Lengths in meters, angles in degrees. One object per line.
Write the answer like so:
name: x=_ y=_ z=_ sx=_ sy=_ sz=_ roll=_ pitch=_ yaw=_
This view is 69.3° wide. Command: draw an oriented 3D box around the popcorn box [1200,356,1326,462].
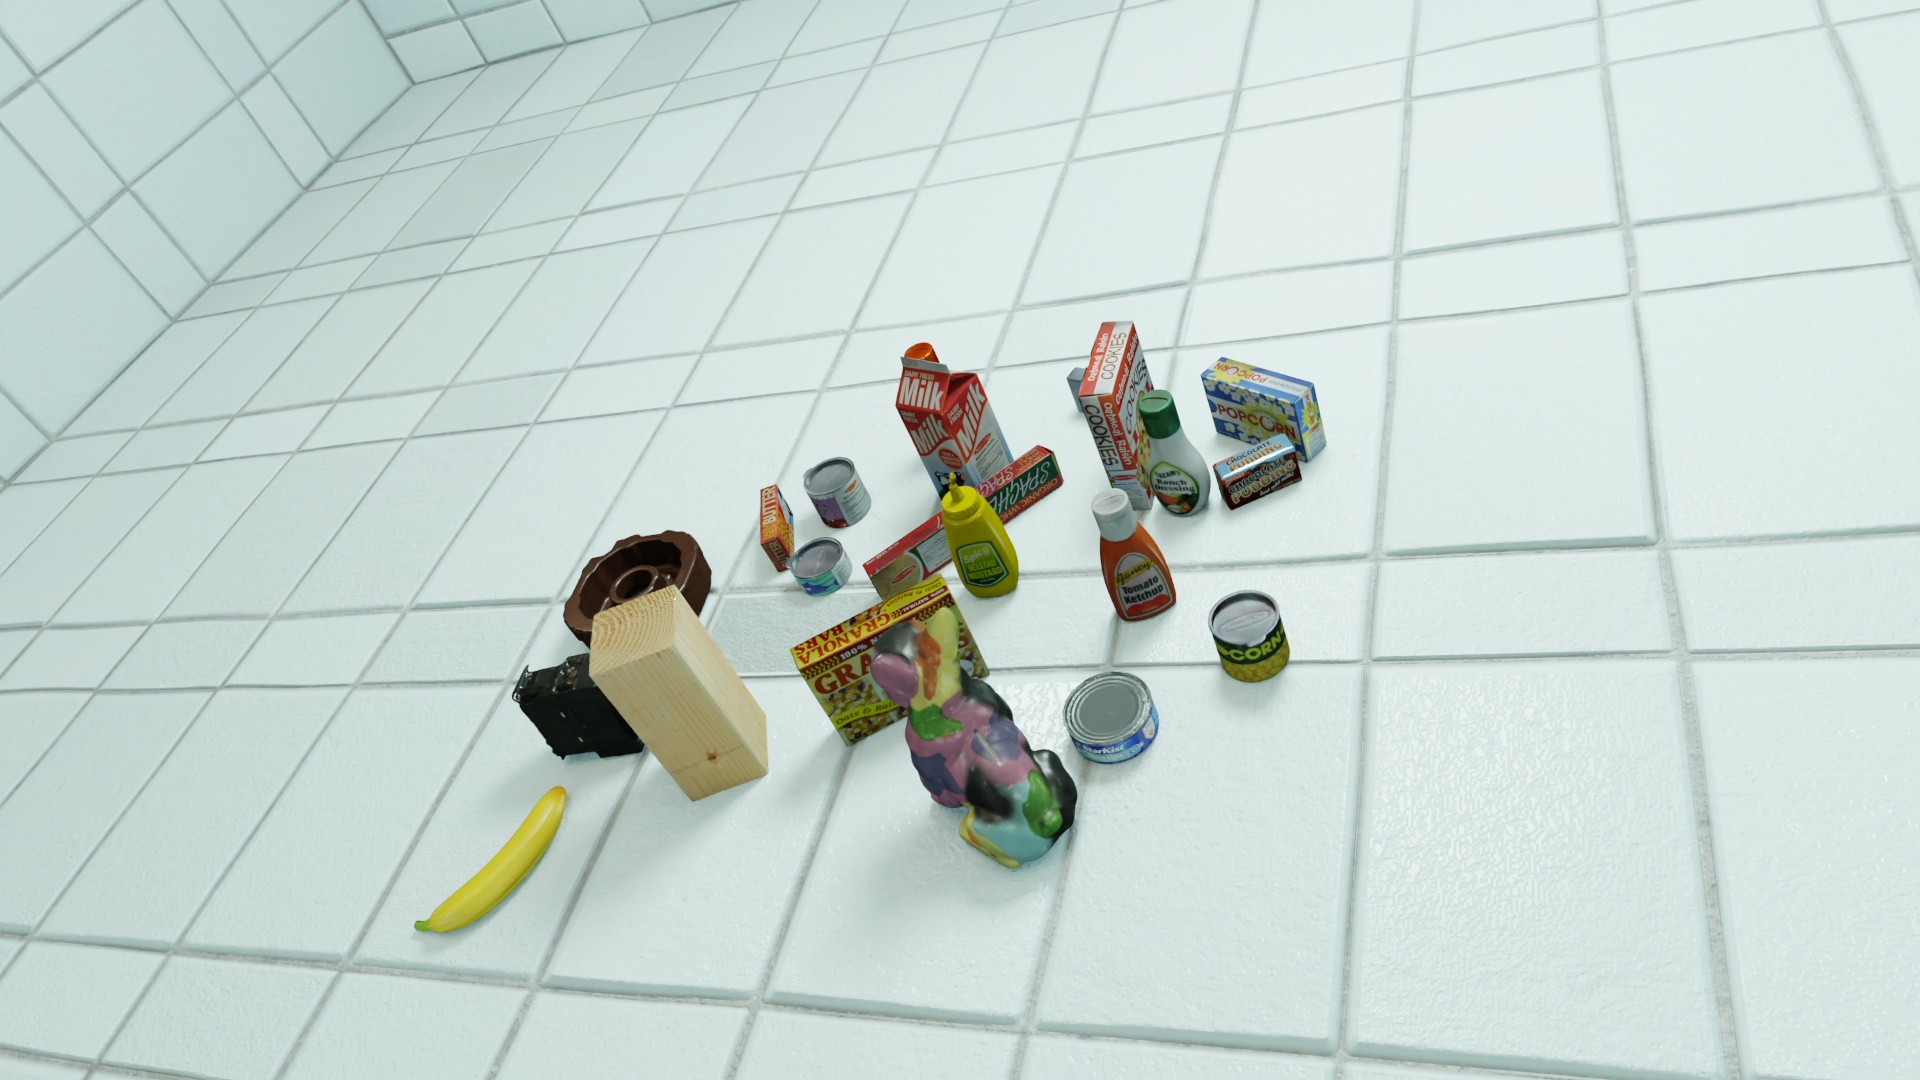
popcorn box: x=0.326 y=-0.141 z=1.491 sx=0.038 sy=0.085 sz=0.127 roll=-44 pitch=43 yaw=-21

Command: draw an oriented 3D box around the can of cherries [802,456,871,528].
can of cherries: x=-0.149 y=-0.058 z=1.664 sx=0.071 sy=0.058 sz=0.072 roll=-14 pitch=41 yaw=13

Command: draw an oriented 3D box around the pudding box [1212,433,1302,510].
pudding box: x=0.310 y=-0.072 z=1.451 sx=0.084 sy=0.049 sz=0.030 roll=-24 pitch=40 yaw=2

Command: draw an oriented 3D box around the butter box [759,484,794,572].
butter box: x=-0.219 y=-0.015 z=1.658 sx=0.024 sy=0.053 sz=0.104 roll=-19 pitch=40 yaw=8

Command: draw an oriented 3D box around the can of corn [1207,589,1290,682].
can of corn: x=0.269 y=0.091 z=1.287 sx=0.071 sy=0.058 sz=0.071 roll=-14 pitch=41 yaw=13

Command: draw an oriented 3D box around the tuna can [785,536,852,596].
tuna can: x=-0.162 y=0.031 z=1.594 sx=0.071 sy=0.032 sz=0.071 roll=-14 pitch=41 yaw=13

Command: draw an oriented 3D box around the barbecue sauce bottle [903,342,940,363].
barbecue sauce bottle: x=-0.025 y=-0.168 z=1.651 sx=0.065 sy=0.148 sz=0.044 roll=-7 pitch=43 yaw=21

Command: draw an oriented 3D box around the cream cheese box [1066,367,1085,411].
cream cheese box: x=0.178 y=-0.170 z=1.623 sx=0.104 sy=0.053 sz=0.024 roll=14 pitch=53 yaw=37

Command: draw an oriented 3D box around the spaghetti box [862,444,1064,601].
spaghetti box: x=0.006 y=-0.019 z=1.549 sx=0.250 sy=0.050 sz=0.029 roll=-35 pitch=40 yaw=-11

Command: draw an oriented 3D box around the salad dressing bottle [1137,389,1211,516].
salad dressing bottle: x=0.219 y=-0.090 z=1.441 sx=0.064 sy=0.147 sz=0.044 roll=5 pitch=48 yaw=31

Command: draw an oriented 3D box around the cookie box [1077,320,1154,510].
cookie box: x=0.177 y=-0.134 z=1.495 sx=0.040 sy=0.166 sz=0.123 roll=-4 pitch=44 yaw=25

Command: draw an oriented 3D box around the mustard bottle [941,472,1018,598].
mustard bottle: x=0.013 y=-0.008 z=1.447 sx=0.065 sy=0.159 sz=0.049 roll=-15 pitch=41 yaw=13

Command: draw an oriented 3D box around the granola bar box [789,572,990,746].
granola bar box: x=-0.067 y=0.120 z=1.376 sx=0.166 sy=0.123 sz=0.039 roll=-27 pitch=39 yaw=-2

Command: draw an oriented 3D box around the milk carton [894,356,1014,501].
milk carton: x=-0.009 y=-0.130 z=1.568 sx=0.072 sy=0.189 sz=0.074 roll=14 pitch=53 yaw=38

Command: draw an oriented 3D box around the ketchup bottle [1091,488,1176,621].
ketchup bottle: x=0.164 y=0.013 z=1.355 sx=0.065 sy=0.148 sz=0.044 roll=-21 pitch=40 yaw=6
